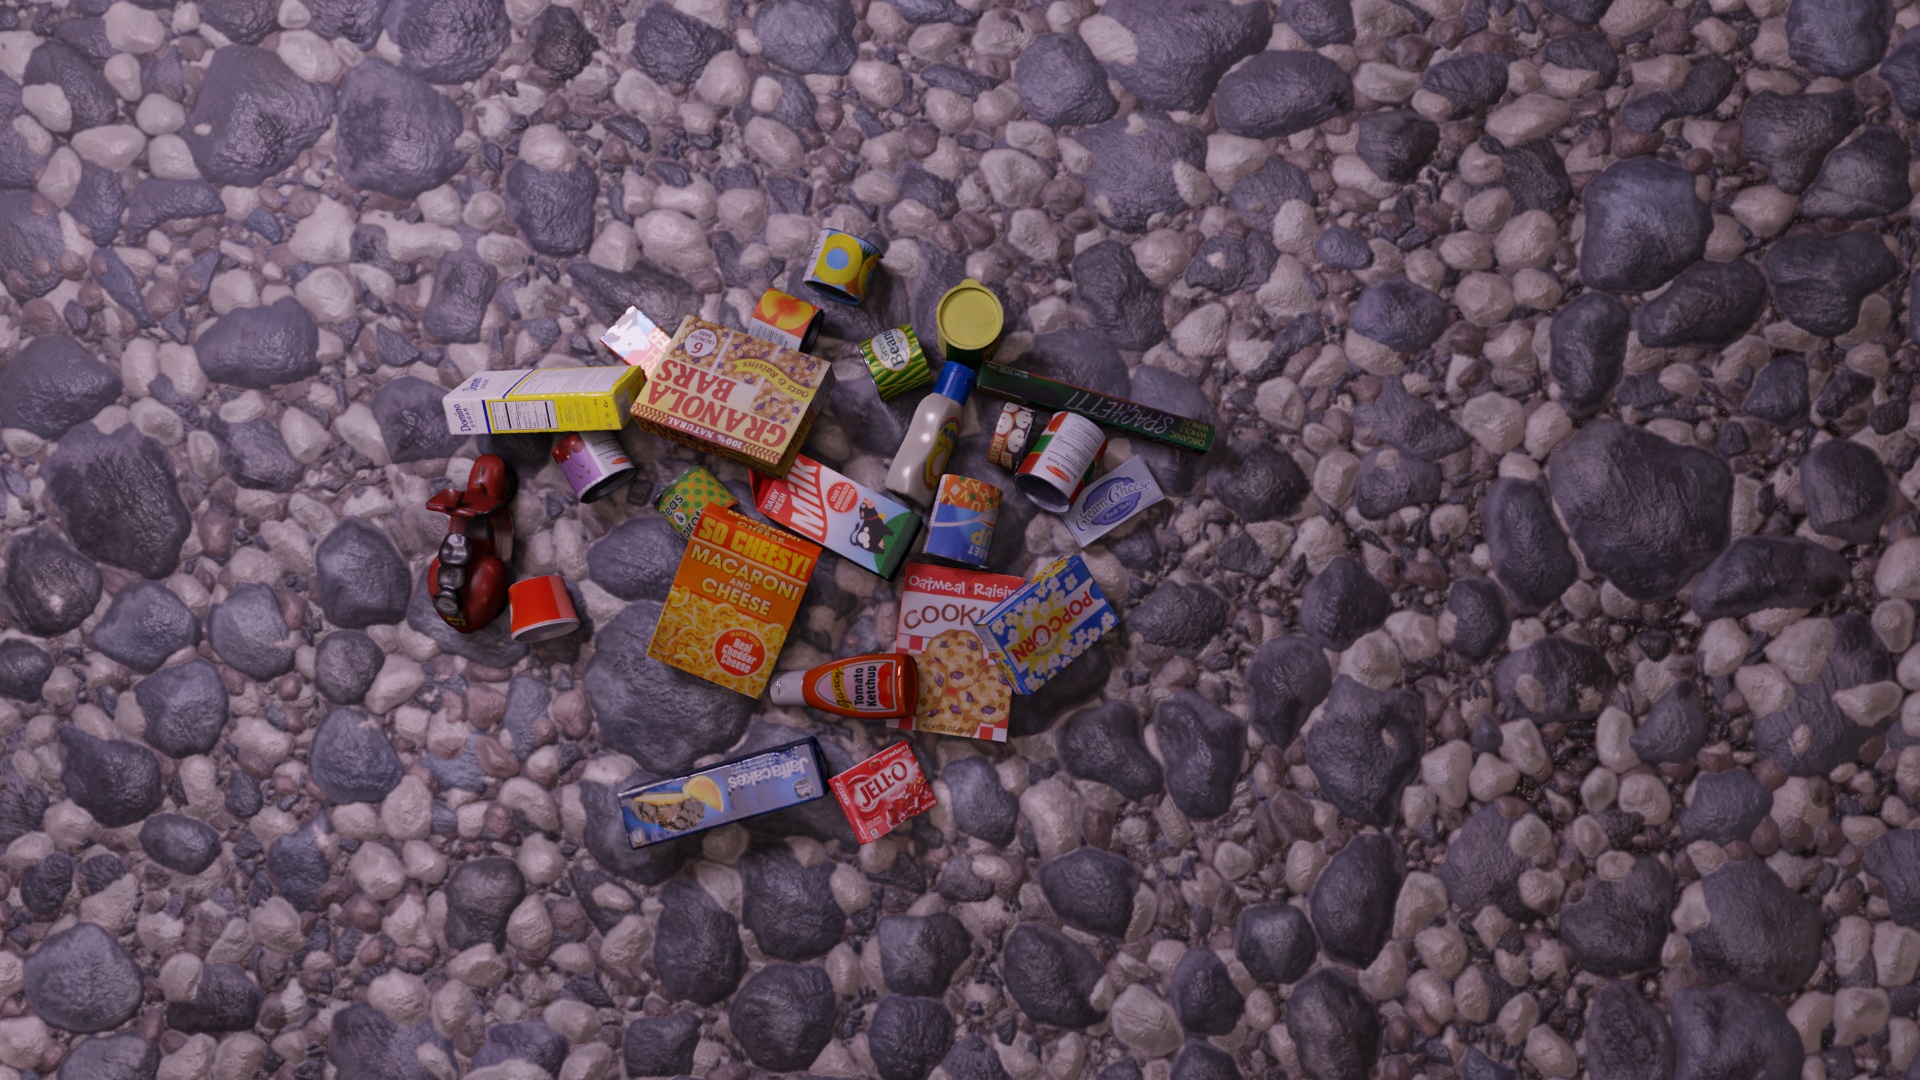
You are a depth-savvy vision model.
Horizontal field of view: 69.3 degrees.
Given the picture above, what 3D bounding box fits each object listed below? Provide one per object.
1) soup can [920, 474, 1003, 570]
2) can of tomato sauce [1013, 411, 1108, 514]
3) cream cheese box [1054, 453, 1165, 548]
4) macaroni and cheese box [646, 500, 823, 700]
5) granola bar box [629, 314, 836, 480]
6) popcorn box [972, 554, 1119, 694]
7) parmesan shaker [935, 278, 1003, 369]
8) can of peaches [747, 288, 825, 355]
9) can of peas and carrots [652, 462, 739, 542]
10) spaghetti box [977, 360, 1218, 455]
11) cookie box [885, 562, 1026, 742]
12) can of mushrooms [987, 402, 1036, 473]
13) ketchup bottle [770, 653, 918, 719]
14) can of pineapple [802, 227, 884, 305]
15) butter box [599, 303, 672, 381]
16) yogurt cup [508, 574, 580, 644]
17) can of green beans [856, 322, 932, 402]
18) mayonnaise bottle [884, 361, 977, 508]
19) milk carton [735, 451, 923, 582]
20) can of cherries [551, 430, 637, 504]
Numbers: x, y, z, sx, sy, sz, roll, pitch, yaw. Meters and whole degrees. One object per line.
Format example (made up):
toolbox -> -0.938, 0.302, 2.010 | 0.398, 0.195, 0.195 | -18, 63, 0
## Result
soup can -> 0.005, -0.018, 1.408 | 0.071, 0.071, 0.084 | 15, 85, 1
can of tomato sauce -> 0.101, -0.078, 1.406 | 0.071, 0.071, 0.083 | 31, 69, 3
cream cheese box -> 0.154, -0.040, 1.431 | 0.104, 0.024, 0.053 | -32, 85, -3
macaroni and cheese box -> -0.224, 0.060, 1.380 | 0.124, 0.040, 0.166 | 23, 108, -5
granola bar box -> -0.225, -0.144, 1.384 | 0.166, 0.039, 0.124 | 20, 69, 14
popcorn box -> 0.085, 0.083, 1.384 | 0.127, 0.038, 0.085 | -37, 103, -22
parmesan shaker -> 0.009, -0.218, 1.409 | 0.071, 0.103, 0.071 | 0, 86, 0
can of peaches -> -0.180, -0.220, 1.429 | 0.058, 0.071, 0.071 | 23, 86, 2
can of peas and carrots -> -0.268, -0.035, 1.408 | 0.059, 0.071, 0.071 | 44, 87, 3
spaghetti box -> 0.139, -0.135, 1.428 | 0.250, 0.050, 0.028 | 16, 87, 1
cookie box -> -0.004, 0.113, 1.409 | 0.123, 0.040, 0.167 | 7, 85, 1
can of mushrooms -> 0.052, -0.104, 1.416 | 0.033, 0.071, 0.071 | 19, 85, 2
ketchup bottle -> -0.116, 0.146, 1.383 | 0.149, 0.043, 0.065 | -4, 82, 22
can of pineapple -> -0.121, -0.281, 1.433 | 0.071, 0.071, 0.058 | 20, 86, 2
butter box -> -0.319, -0.193, 1.446 | 0.103, 0.024, 0.053 | 42, 86, 3
yogurt cup -> -0.424, 0.068, 1.403 | 0.072, 0.072, 0.054 | -16, 77, -1
can of green beans -> -0.067, -0.183, 1.424 | 0.058, 0.071, 0.071 | -23, 85, -2
mayonnaise bottle -> -0.027, -0.110, 1.420 | 0.041, 0.064, 0.148 | 19, 82, 29
milk carton -> -0.138, -0.033, 1.407 | 0.191, 0.072, 0.073 | 27, 85, 3
can of cherries -> -0.375, -0.078, 1.416 | 0.071, 0.071, 0.058 | -33, 86, -3
